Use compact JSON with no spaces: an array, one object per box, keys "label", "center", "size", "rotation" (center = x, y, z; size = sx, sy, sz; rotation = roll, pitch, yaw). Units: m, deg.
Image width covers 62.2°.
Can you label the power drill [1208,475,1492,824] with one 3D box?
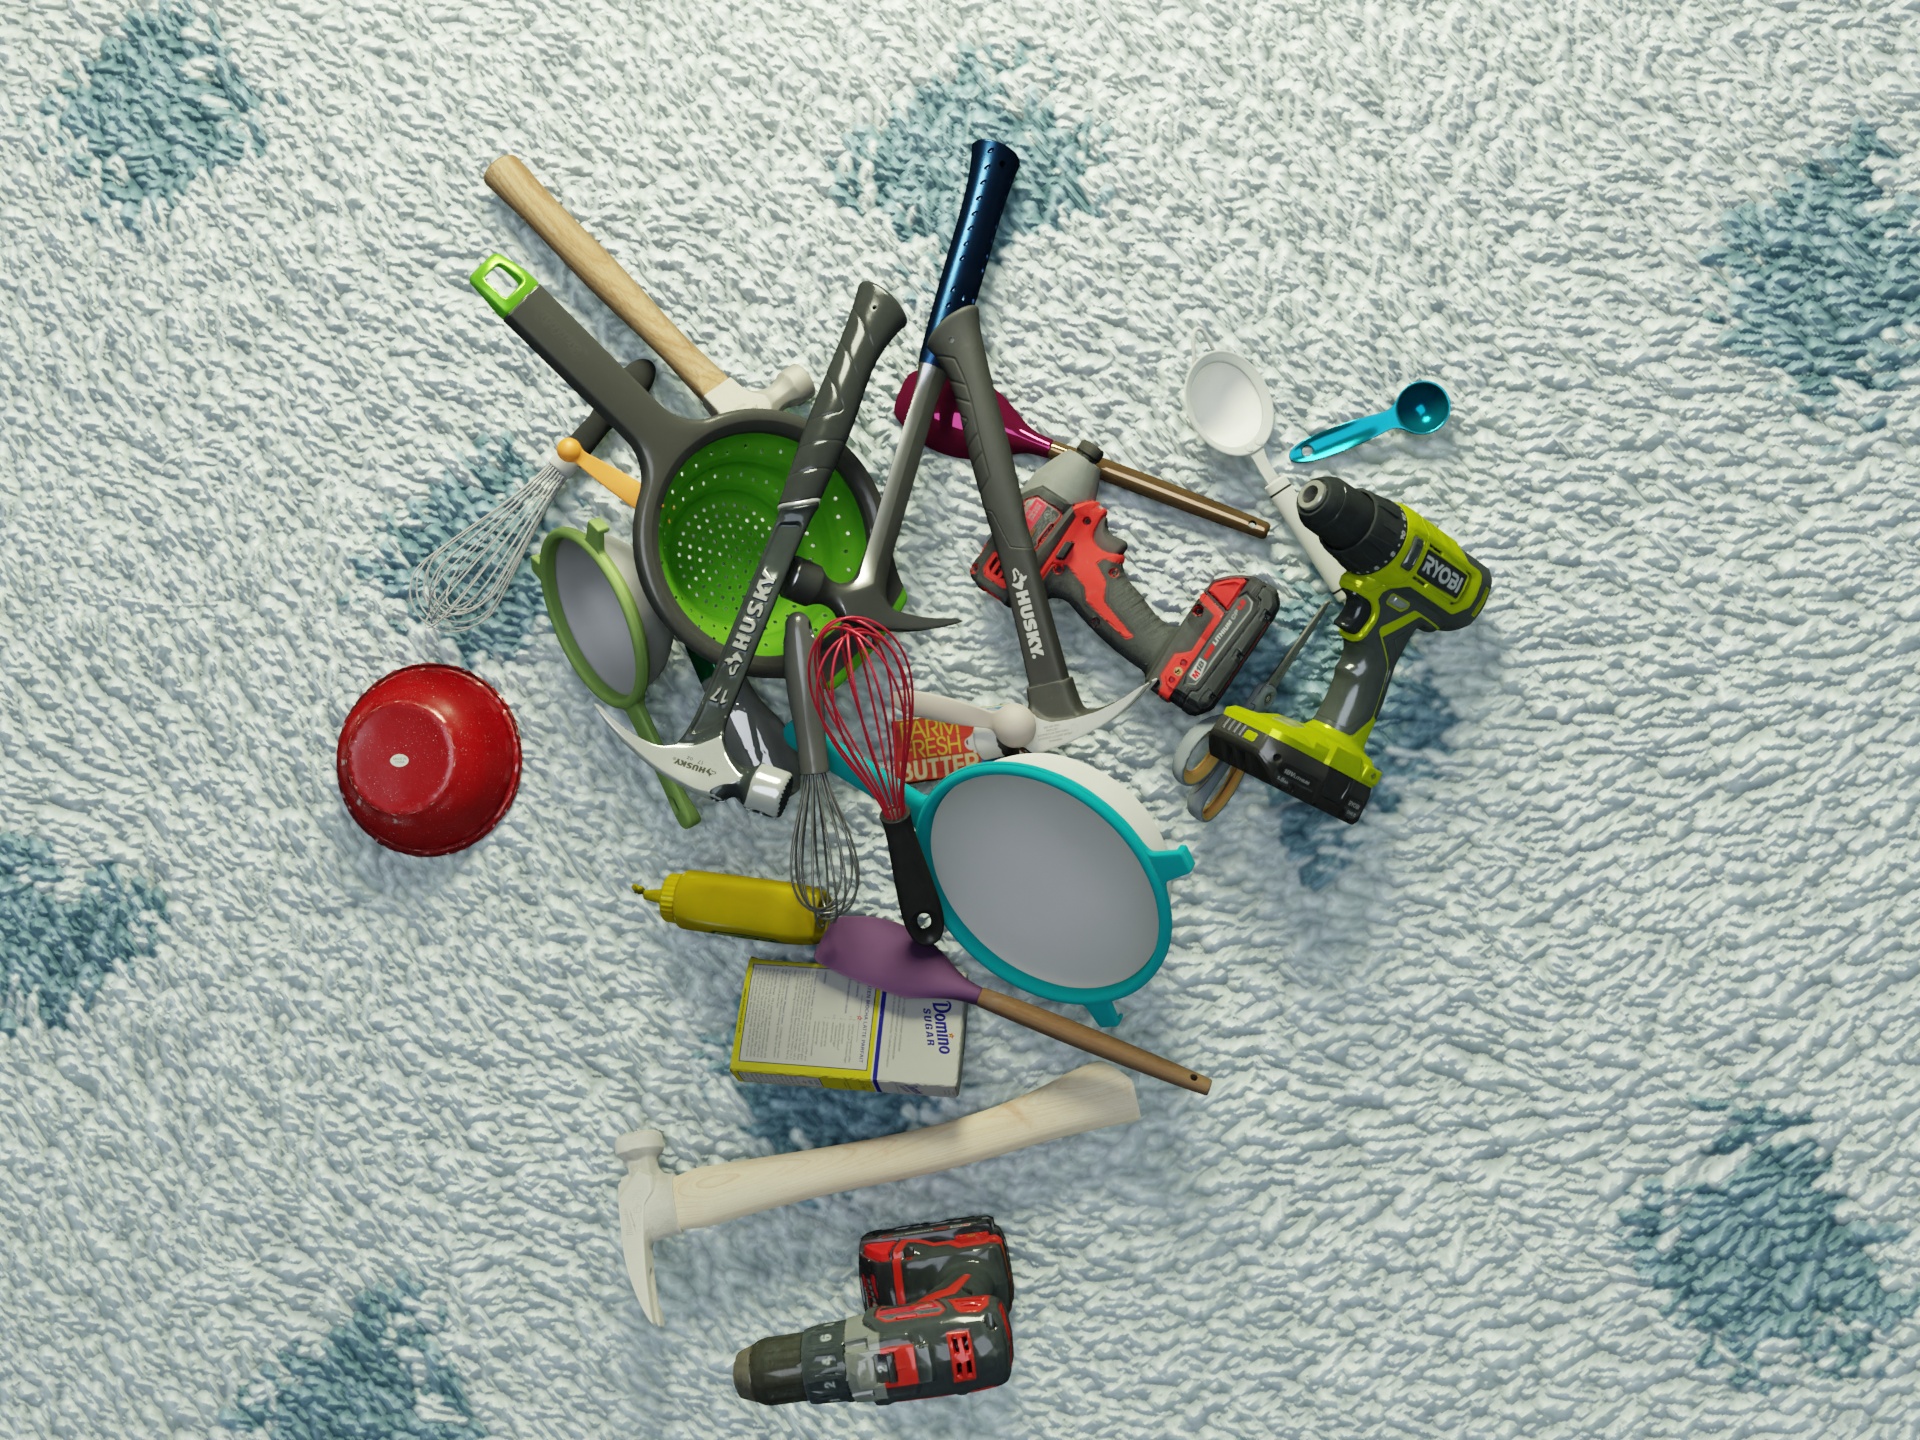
[{"label":"power drill","center":[0.279,-0.055,1.174],"size":[0.190,0.080,0.228],"rotation":[24,94,-36]}]

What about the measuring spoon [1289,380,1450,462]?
[{"label":"measuring spoon","center":[0.322,-0.229,1.254],"size":[0.128,0.021,0.042],"rotation":[-19,86,13]}]

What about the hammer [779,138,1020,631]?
[{"label":"hammer","center":[-0.020,-0.261,1.243],"size":[0.144,0.035,0.405],"rotation":[21,79,-26]}]

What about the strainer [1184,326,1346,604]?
[{"label":"strainer","center":[0.242,-0.188,1.245],"size":[0.087,0.050,0.258],"rotation":[-33,89,-28]}]

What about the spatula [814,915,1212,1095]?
[{"label":"spatula","center":[0.039,0.217,1.204],"size":[0.316,0.018,0.060],"rotation":[20,54,13]}]

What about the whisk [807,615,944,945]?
[{"label":"whisk","center":[-0.051,0.052,1.148],"size":[0.073,0.073,0.295],"rotation":[-9,124,5]}]

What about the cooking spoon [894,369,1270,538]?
[{"label":"cooking spoon","center":[0.096,-0.208,1.271],"size":[0.319,0.017,0.069],"rotation":[22,89,8]}]

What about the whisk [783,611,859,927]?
[{"label":"whisk","center":[-0.111,0.038,1.190],"size":[0.055,0.055,0.239],"rotation":[-5,95,5]}]

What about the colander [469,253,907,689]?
[{"label":"colander","center":[-0.218,-0.187,1.209],"size":[0.396,0.094,0.204],"rotation":[45,69,-19]}]

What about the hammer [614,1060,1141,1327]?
[{"label":"hammer","center":[-0.061,0.349,1.227],"size":[0.410,0.038,0.146],"rotation":[-14,64,2]}]

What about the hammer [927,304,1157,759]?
[{"label":"hammer","center":[0.042,-0.143,1.191],"size":[0.146,0.035,0.335],"rotation":[-13,95,25]}]

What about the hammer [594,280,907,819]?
[{"label":"hammer","center":[-0.129,-0.140,1.156],"size":[0.149,0.036,0.409],"rotation":[18,76,5]}]

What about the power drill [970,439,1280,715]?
[{"label":"power drill","center":[0.131,-0.112,1.233],"size":[0.220,0.078,0.143],"rotation":[34,95,10]}]

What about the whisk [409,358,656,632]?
[{"label":"whisk","center":[-0.343,-0.185,1.297],"size":[0.070,0.070,0.284],"rotation":[39,86,7]}]

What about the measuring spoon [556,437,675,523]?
[{"label":"measuring spoon","center":[-0.274,-0.191,1.288],"size":[0.116,0.011,0.021],"rotation":[34,83,-18]}]

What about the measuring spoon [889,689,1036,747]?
[{"label":"measuring spoon","center":[-0.002,-0.004,1.209],"size":[0.124,0.018,0.034],"rotation":[12,105,23]}]

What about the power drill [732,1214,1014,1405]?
[{"label":"power drill","center":[-0.051,0.430,1.141],"size":[0.188,0.226,0.080],"rotation":[-10,85,5]}]

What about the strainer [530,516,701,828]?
[{"label":"strainer","center":[-0.246,-0.042,1.263],"size":[0.069,0.151,0.256],"rotation":[-28,98,-33]}]

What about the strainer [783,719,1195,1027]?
[{"label":"strainer","center":[0.024,0.072,1.215],"size":[0.340,0.095,0.210],"rotation":[31,132,16]}]

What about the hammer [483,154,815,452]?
[{"label":"hammer","center":[-0.275,-0.343,1.298],"size":[0.130,0.031,0.331],"rotation":[-40,79,-21]}]
